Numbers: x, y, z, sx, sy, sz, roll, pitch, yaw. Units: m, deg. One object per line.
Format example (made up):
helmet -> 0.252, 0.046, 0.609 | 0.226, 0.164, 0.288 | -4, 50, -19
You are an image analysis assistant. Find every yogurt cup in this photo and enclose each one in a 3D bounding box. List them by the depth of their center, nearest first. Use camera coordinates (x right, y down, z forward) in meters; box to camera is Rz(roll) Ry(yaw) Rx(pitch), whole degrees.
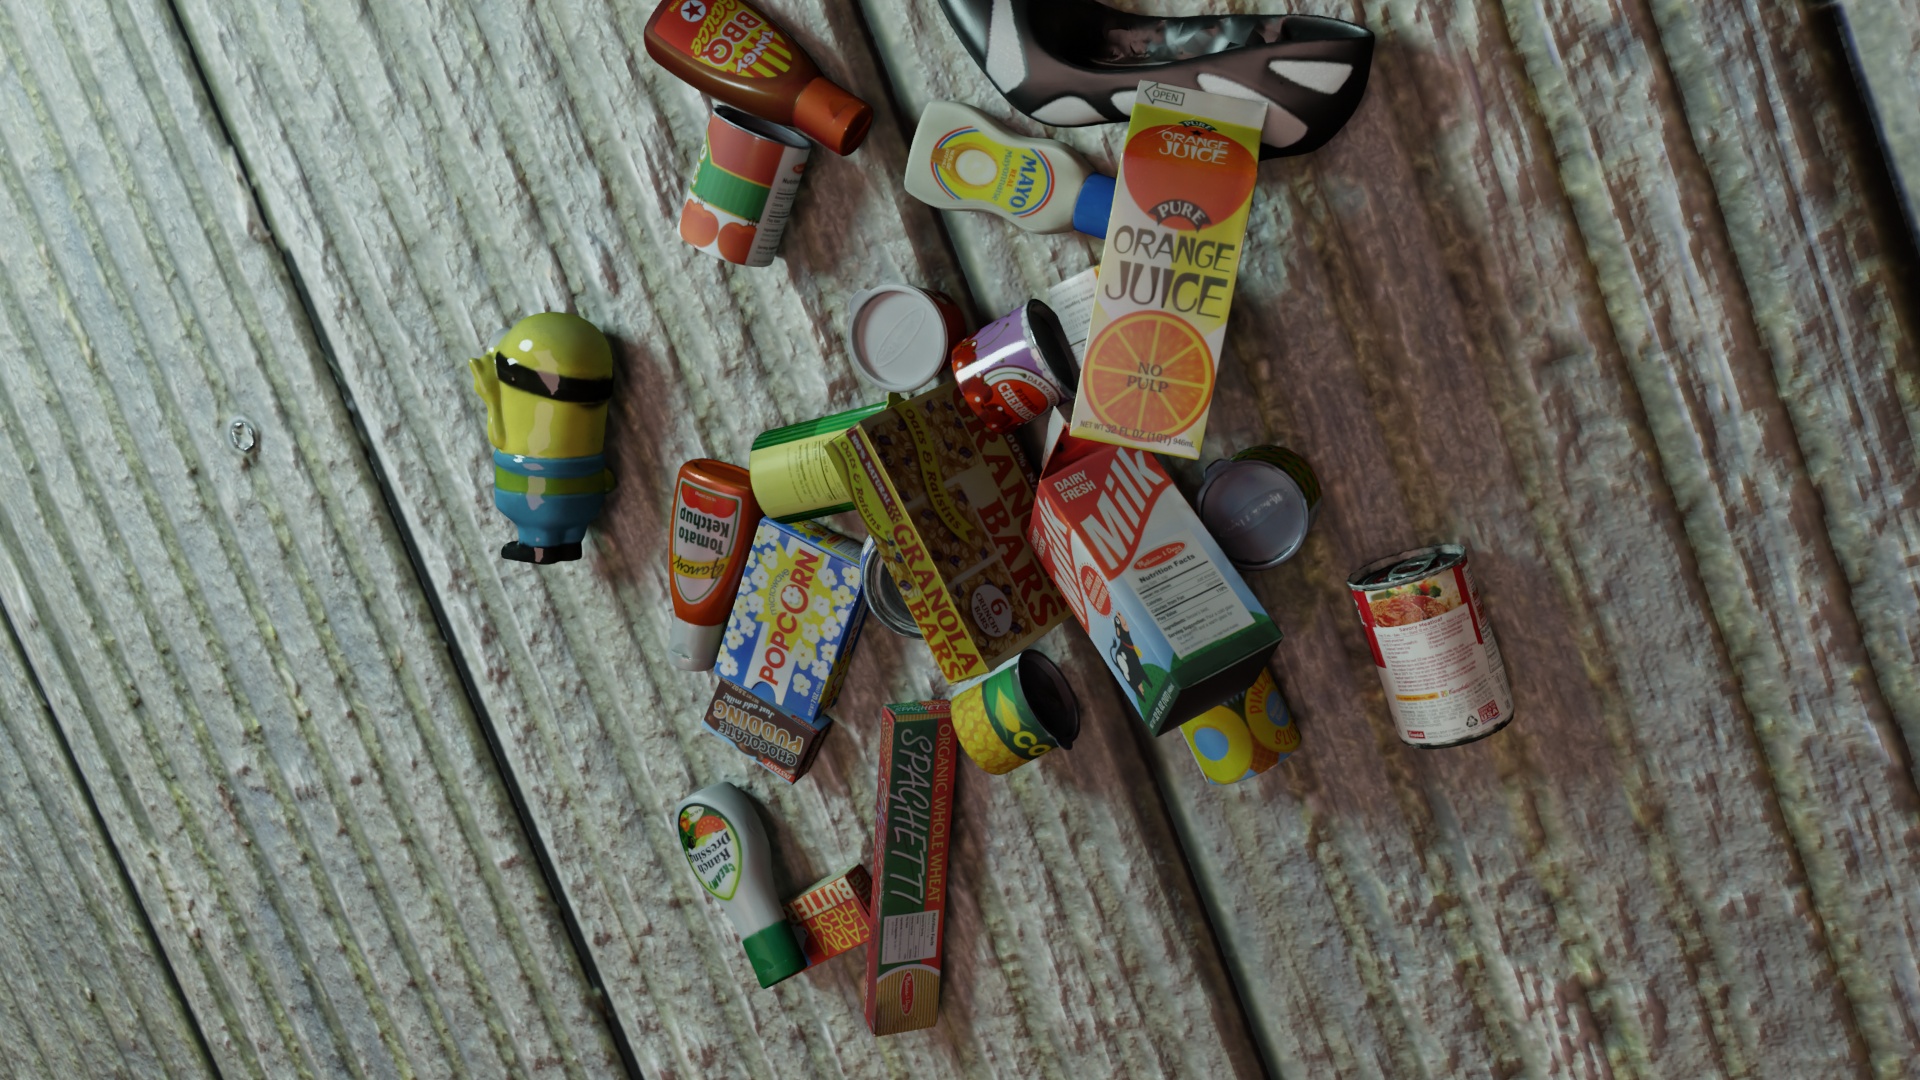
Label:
yogurt cup -> -0.031, -0.131, 0.883 | 0.072, 0.054, 0.072 | 5, 105, 21

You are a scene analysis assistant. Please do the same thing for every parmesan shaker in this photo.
parmesan shaker -> -0.079, -0.054, 0.915 | 0.103, 0.071, 0.071 | -11, 99, 25

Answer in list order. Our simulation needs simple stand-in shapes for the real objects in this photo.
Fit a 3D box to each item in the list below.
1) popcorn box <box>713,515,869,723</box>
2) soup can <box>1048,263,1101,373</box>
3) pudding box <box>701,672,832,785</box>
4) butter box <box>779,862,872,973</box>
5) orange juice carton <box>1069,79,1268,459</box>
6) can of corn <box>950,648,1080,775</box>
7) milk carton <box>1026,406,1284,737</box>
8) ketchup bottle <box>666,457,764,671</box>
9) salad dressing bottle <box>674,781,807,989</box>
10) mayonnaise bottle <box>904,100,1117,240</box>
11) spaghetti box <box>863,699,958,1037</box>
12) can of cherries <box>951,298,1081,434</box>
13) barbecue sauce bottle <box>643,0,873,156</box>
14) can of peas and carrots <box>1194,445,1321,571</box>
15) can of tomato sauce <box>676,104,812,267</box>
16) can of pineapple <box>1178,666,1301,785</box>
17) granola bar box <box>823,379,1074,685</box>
popcorn box -> -0.113, 0.052, 0.970 | 0.085, 0.038, 0.126 | 25, 111, 13
soup can -> 0.100, -0.124, 0.828 | 0.071, 0.071, 0.083 | -20, 94, 25
pudding box -> -0.141, 0.132, 1.005 | 0.084, 0.030, 0.049 | 32, 113, 12
butter box -> -0.104, 0.283, 1.031 | 0.103, 0.024, 0.053 | -31, 90, 25
orange juice carton -> 0.113, -0.145, 0.750 | 0.072, 0.073, 0.192 | 11, 98, 6
can of corn -> 0.036, 0.115, 0.909 | 0.058, 0.071, 0.071 | -31, 90, 26
milk carton -> 0.099, 0.010, 0.818 | 0.191, 0.073, 0.072 | 58, 161, 23
ketchup bottle -> -0.179, 0.020, 0.986 | 0.065, 0.044, 0.148 | 19, 110, 16
salad dressing bottle -> -0.159, 0.251, 1.016 | 0.064, 0.044, 0.148 | -35, 74, 25
mayonnaise bottle -> 0.042, -0.217, 0.839 | 0.148, 0.041, 0.064 | 23, 109, 16
spaghetti box -> -0.035, 0.230, 0.975 | 0.050, 0.029, 0.249 | -2, 106, -21
can of cherries -> 0.036, -0.104, 0.854 | 0.058, 0.072, 0.071 | -26, 92, 25
barbecue sauce bottle -> -0.125, -0.297, 0.880 | 0.148, 0.043, 0.065 | 34, 76, 8
can of peas and carrots -> 0.176, -0.022, 0.824 | 0.071, 0.059, 0.070 | 5, 104, 21
can of tomato sauce -> -0.142, -0.228, 0.897 | 0.071, 0.071, 0.082 | 28, 113, 13
can of pineapple -> 0.170, 0.109, 0.855 | 0.071, 0.071, 0.058 | -26, 94, 25
granola bar box -> 0.003, -0.011, 0.858 | 0.039, 0.125, 0.165 | -26, 93, 43
